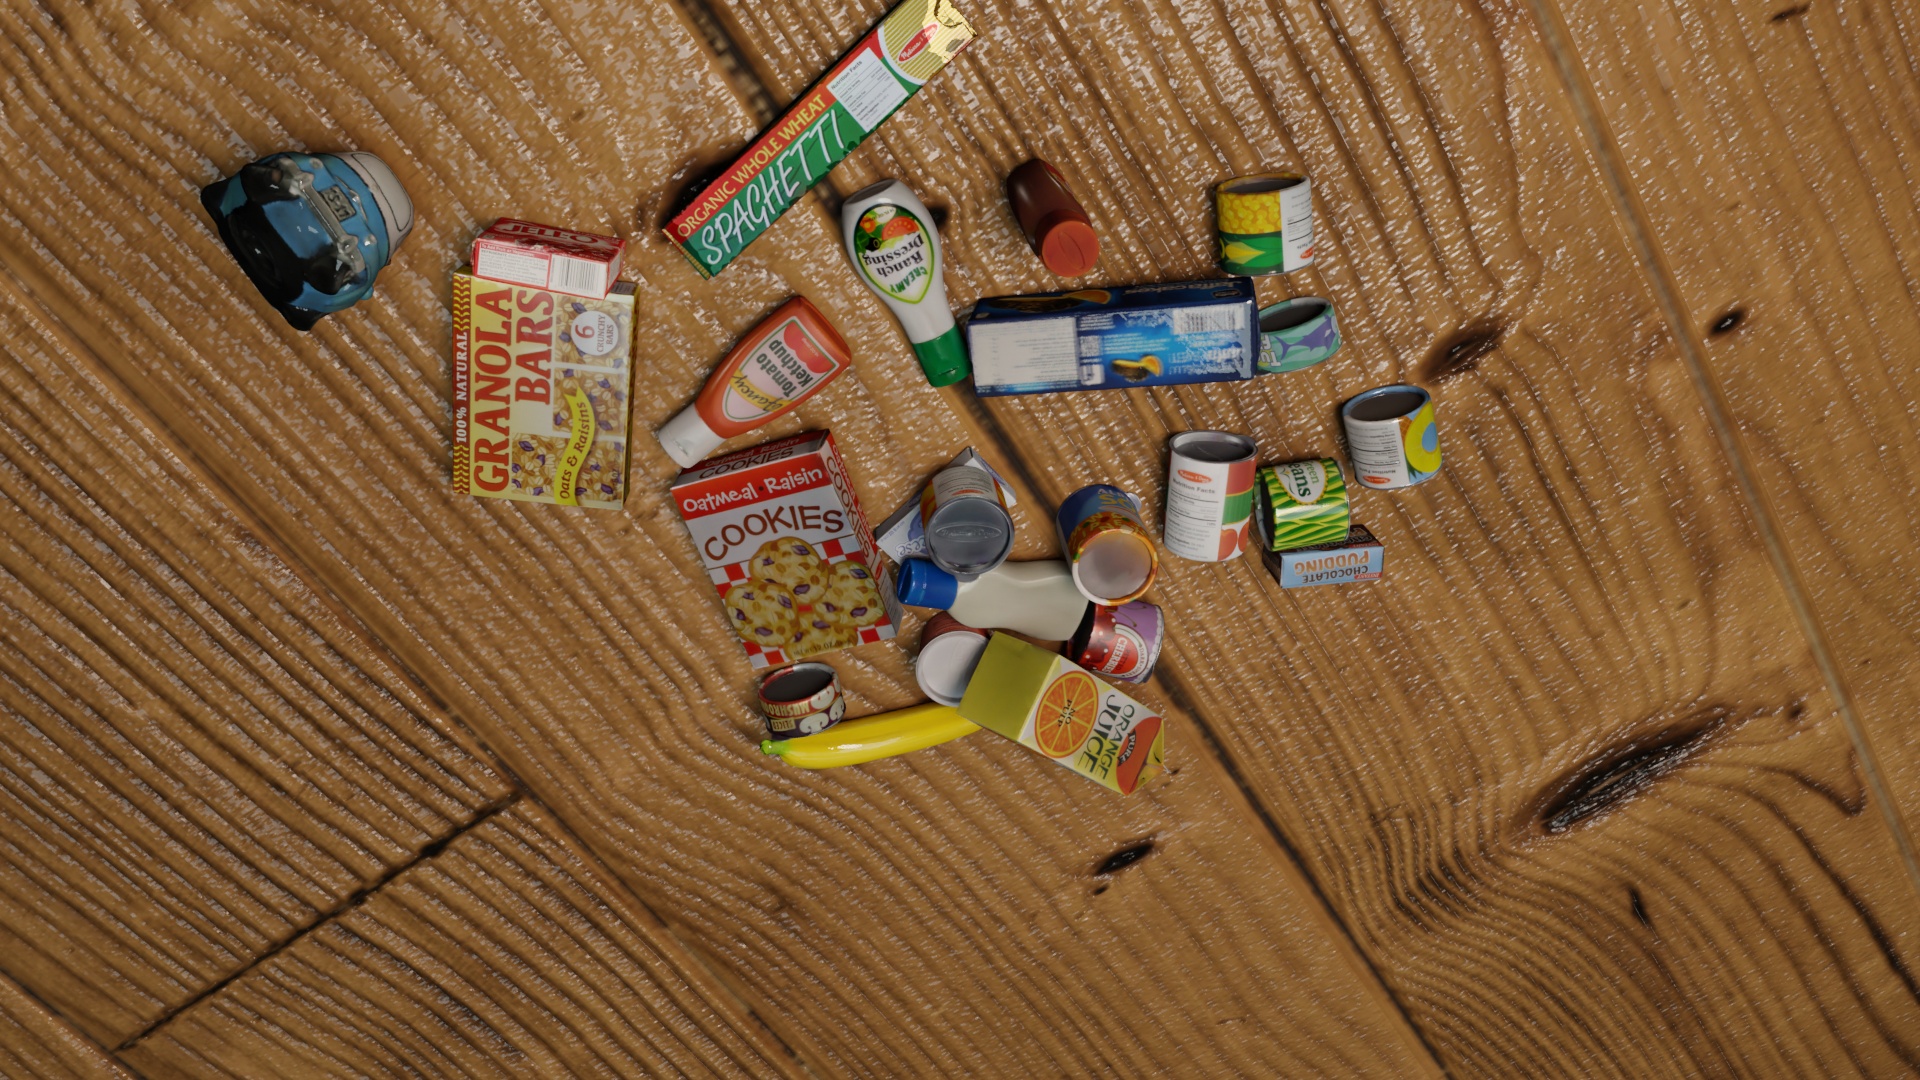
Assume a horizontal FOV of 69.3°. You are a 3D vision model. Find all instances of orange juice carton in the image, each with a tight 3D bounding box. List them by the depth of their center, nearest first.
[{"bbox_3d":[0.092,0.145,1.101,0.192,0.072,0.073,33,79,-43],"label":"orange juice carton"}]

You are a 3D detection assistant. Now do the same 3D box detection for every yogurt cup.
[{"bbox_3d":[-0.003,0.091,1.111,0.072,0.054,0.072,-2,115,-4],"label":"yogurt cup"}]

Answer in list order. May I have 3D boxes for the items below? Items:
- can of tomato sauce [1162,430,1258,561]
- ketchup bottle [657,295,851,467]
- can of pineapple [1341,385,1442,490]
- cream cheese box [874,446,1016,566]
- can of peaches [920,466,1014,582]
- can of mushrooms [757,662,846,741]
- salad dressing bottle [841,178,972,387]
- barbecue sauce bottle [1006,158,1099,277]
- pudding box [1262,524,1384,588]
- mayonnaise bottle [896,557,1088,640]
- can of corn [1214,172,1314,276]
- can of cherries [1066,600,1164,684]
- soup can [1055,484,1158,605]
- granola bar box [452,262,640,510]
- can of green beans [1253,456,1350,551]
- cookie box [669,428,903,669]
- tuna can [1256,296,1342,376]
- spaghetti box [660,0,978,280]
[{"bbox_3d":[0.191,-0.035,1.065,0.071,0.071,0.082,-1,115,-4],"label":"can of tomato sauce"},{"bbox_3d":[-0.154,-0.110,1.011,0.148,0.044,0.064,-37,113,12],"label":"ketchup bottle"},{"bbox_3d":[0.329,-0.080,1.056,0.071,0.071,0.057,-18,115,4],"label":"can of pineapple"},{"bbox_3d":[-0.012,-0.019,1.076,0.103,0.024,0.053,-41,113,14],"label":"cream cheese box"},{"bbox_3d":[0.004,-0.013,1.033,0.071,0.058,0.071,-2,116,-5],"label":"can of peaches"},{"bbox_3d":[-0.128,0.128,1.108,0.071,0.071,0.033,-10,114,0],"label":"can of mushrooms"},{"bbox_3d":[-0.034,-0.181,0.989,0.064,0.044,0.147,-22,115,7],"label":"salad dressing bottle"},{"bbox_3d":[0.063,-0.211,0.925,0.043,0.149,0.064,-31,113,10],"label":"barbecue sauce bottle"},{"bbox_3d":[0.287,0.012,1.102,0.084,0.050,0.030,-5,114,-3],"label":"pudding box"},{"bbox_3d":[0.025,0.040,1.082,0.148,0.041,0.064,9,118,-21],"label":"mayonnaise bottle"},{"bbox_3d":[0.212,-0.223,0.980,0.071,0.071,0.058,-10,115,0],"label":"can of corn"},{"bbox_3d":[0.122,0.077,1.106,0.058,0.072,0.071,16,112,-12],"label":"can of cherries"},{"bbox_3d":[0.114,0.001,1.063,0.071,0.084,0.071,-2,115,-4],"label":"soup can"},{"bbox_3d":[-0.299,-0.110,1.001,0.124,0.039,0.164,6,114,-8],"label":"granola bar box"},{"bbox_3d":[0.262,-0.028,1.073,0.058,0.071,0.071,-9,115,0],"label":"can of green beans"},{"bbox_3d":[-0.130,0.008,1.059,0.123,0.040,0.166,-14,116,15],"label":"cookie box"},{"bbox_3d":[0.240,-0.149,1.014,0.071,0.071,0.032,-20,114,4],"label":"tuna can"},{"bbox_3d":[-0.099,-0.278,0.946,0.249,0.029,0.050,-39,112,13],"label":"spaghetti box"}]
